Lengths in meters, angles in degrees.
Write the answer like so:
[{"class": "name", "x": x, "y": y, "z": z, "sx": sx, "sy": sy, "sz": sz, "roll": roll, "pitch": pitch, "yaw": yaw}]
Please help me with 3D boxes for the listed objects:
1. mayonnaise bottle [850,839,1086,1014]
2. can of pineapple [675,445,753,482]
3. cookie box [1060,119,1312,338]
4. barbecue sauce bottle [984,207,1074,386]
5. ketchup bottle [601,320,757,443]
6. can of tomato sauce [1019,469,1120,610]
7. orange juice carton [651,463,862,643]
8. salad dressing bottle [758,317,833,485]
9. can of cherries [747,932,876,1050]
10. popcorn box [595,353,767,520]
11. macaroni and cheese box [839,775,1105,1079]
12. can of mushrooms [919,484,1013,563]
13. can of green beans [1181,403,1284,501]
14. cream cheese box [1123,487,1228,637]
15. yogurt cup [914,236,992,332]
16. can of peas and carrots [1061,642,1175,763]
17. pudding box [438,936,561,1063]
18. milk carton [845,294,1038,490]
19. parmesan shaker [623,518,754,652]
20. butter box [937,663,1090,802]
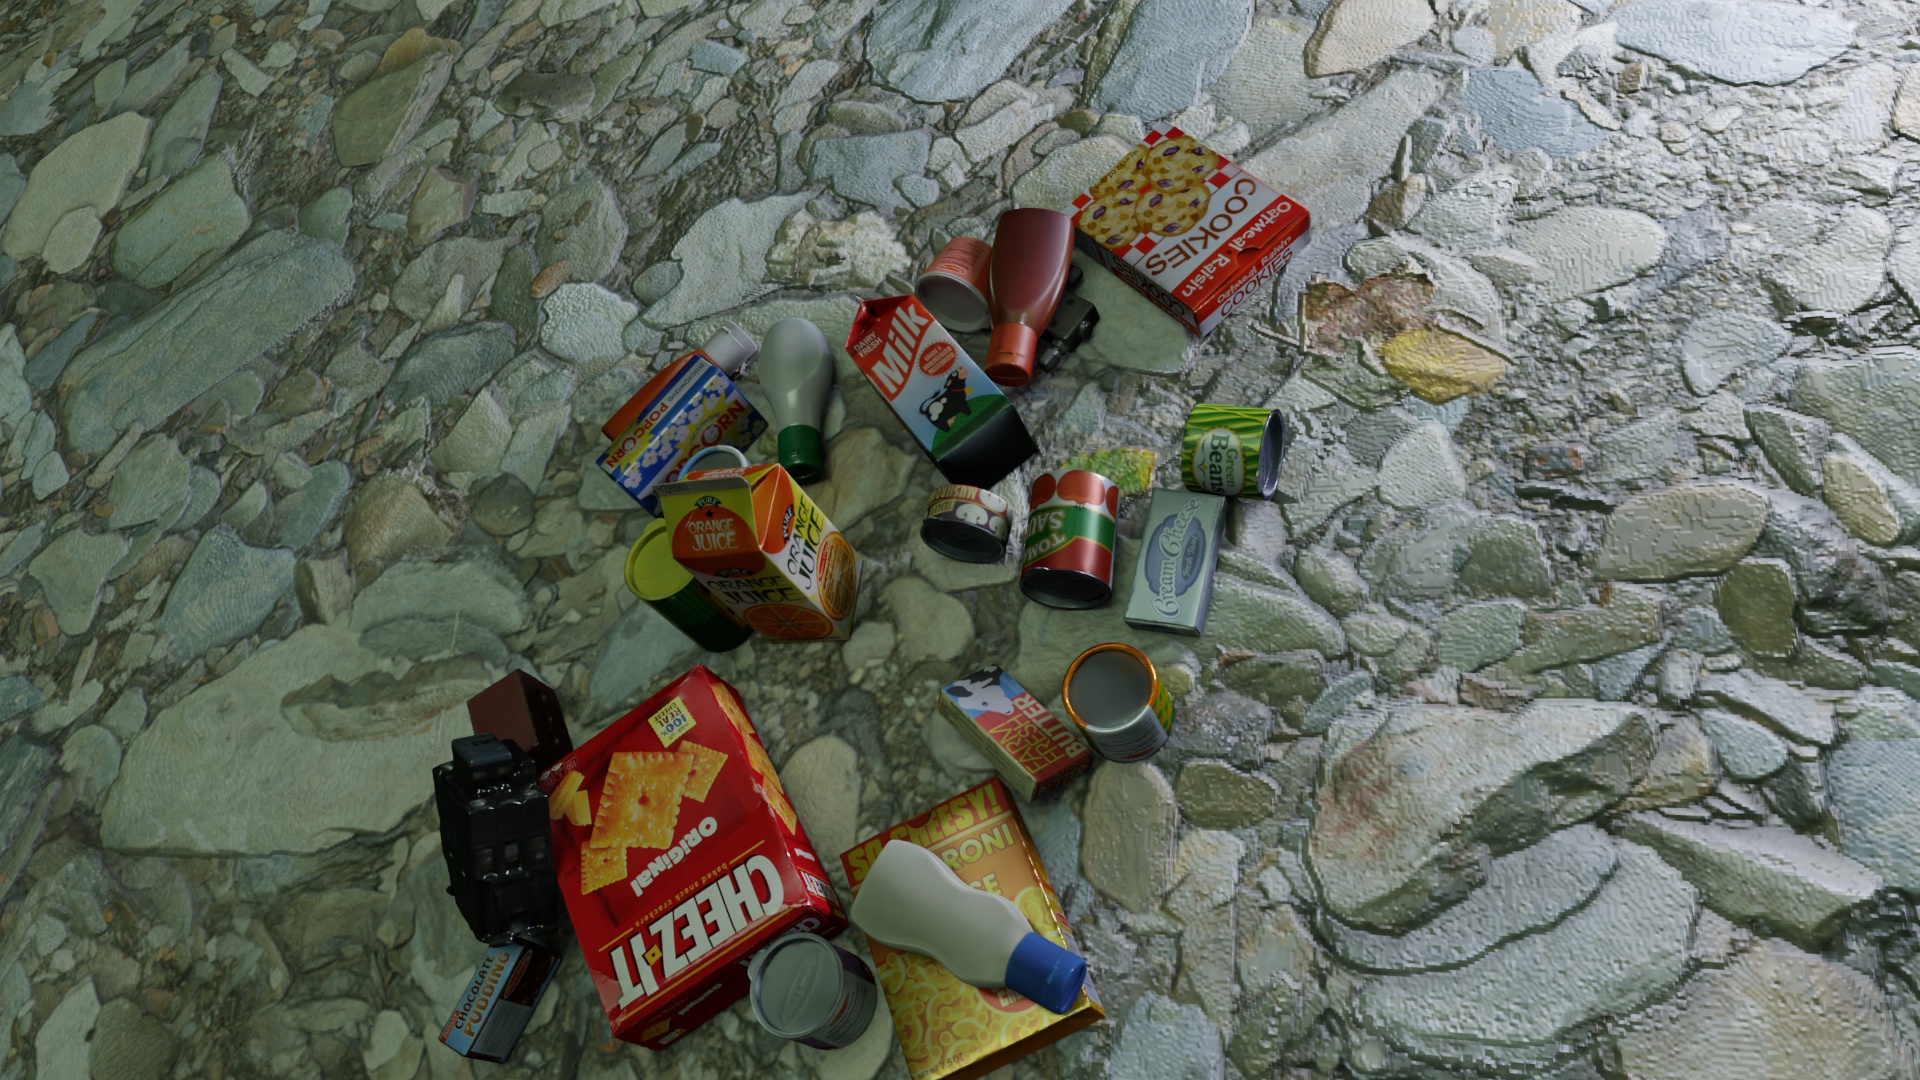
[{"class": "mayonnaise bottle", "x": 0.006, "y": 0.244, "z": 0.863, "sx": 0.148, "sy": 0.041, "sz": 0.065, "roll": 22, "pitch": 73, "yaw": 28}, {"class": "can of pineapple", "x": -0.193, "y": -0.035, "z": 1.136, "sx": 0.071, "sy": 0.057, "sz": 0.071, "roll": -10, "pitch": 60, "yaw": 17}, {"class": "cookie box", "x": 0.179, "y": -0.254, "z": 1.121, "sx": 0.123, "sy": 0.040, "sz": 0.168, "roll": -42, "pitch": 56, "yaw": -4}, {"class": "barbecue sauce bottle", "x": 0.050, "y": -0.195, "z": 1.110, "sx": 0.065, "sy": 0.043, "sz": 0.149, "roll": 6, "pitch": 65, "yaw": 12}, {"class": "ketchup bottle", "x": -0.243, "y": -0.129, "z": 1.217, "sx": 0.149, "sy": 0.043, "sz": 0.065, "roll": -47, "pitch": 57, "yaw": -8}, {"class": "can of tomato sauce", "x": 0.078, "y": -0.001, "z": 1.003, "sx": 0.071, "sy": 0.071, "sz": 0.083, "roll": -2, "pitch": 61, "yaw": 21}, {"class": "orange juice carton", "x": -0.146, "y": 0.004, "z": 1.015, "sx": 0.072, "sy": 0.192, "sz": 0.073, "roll": -4, "pitch": 61, "yaw": 21}, {"class": "salad dressing bottle", "x": -0.137, "y": -0.117, "z": 1.170, "sx": 0.064, "sy": 0.044, "sz": 0.148, "roll": -14, "pitch": 59, "yaw": 12}, {"class": "can of cherries", "x": -0.098, "y": 0.295, "z": 0.914, "sx": 0.071, "sy": 0.058, "sz": 0.072, "roll": -10, "pitch": 61, "yaw": 17}, {"class": "popcorn box", "x": -0.231, "y": -0.082, "z": 1.161, "sx": 0.038, "sy": 0.085, "sz": 0.127, "roll": 35, "pitch": 80, "yaw": 34}, {"class": "macaroni and cheese box", "x": 0.004, "y": 0.255, "z": 0.906, "sx": 0.124, "sy": 0.040, "sz": 0.167, "roll": -27, "pitch": 56, "yaw": 5}, {"class": "can of mushrooms", "x": 0.004, "y": -0.013, "z": 1.038, "sx": 0.071, "sy": 0.071, "sz": 0.033, "roll": 4, "pitch": 63, "yaw": 24}, {"class": "can of green beans", "x": 0.195, "y": -0.064, "z": 0.993, "sx": 0.058, "sy": 0.071, "sz": 0.071, "roll": 7, "pitch": 66, "yaw": 26}, {"class": "cream cheese box", "x": 0.154, "y": 0.015, "z": 0.985, "sx": 0.053, "sy": 0.024, "sz": 0.104, "roll": 7, "pitch": 71, "yaw": 25}, {"class": "yogurt cup", "x": 0.002, "y": -0.216, "z": 1.157, "sx": 0.072, "sy": 0.072, "sz": 0.054, "roll": 12, "pitch": 59, "yaw": 27}, {"class": "can of peas and carrots", "x": 0.106, "y": 0.107, "z": 0.937, "sx": 0.071, "sy": 0.058, "sz": 0.071, "roll": -9, "pitch": 60, "yaw": 16}, {"class": "pudding box", "x": -0.328, "y": 0.327, "z": 0.993, "sx": 0.030, "sy": 0.049, "sz": 0.084, "roll": 17, "pitch": 71, "yaw": 27}, {"class": "milk carton", "x": -0.027, "y": -0.126, "z": 1.112, "sx": 0.073, "sy": 0.072, "sz": 0.191, "roll": -38, "pitch": 55, "yaw": -1}, {"class": "parmesan shaker", "x": -0.205, "y": 0.035, "z": 1.075, "sx": 0.071, "sy": 0.102, "sz": 0.071, "roll": -9, "pitch": 60, "yaw": 17}, {"class": "butter box", "x": 0.036, "y": 0.132, "z": 0.958, "sx": 0.053, "sy": 0.024, "sz": 0.104, "roll": -23, "pitch": 48, "yaw": -34}]
